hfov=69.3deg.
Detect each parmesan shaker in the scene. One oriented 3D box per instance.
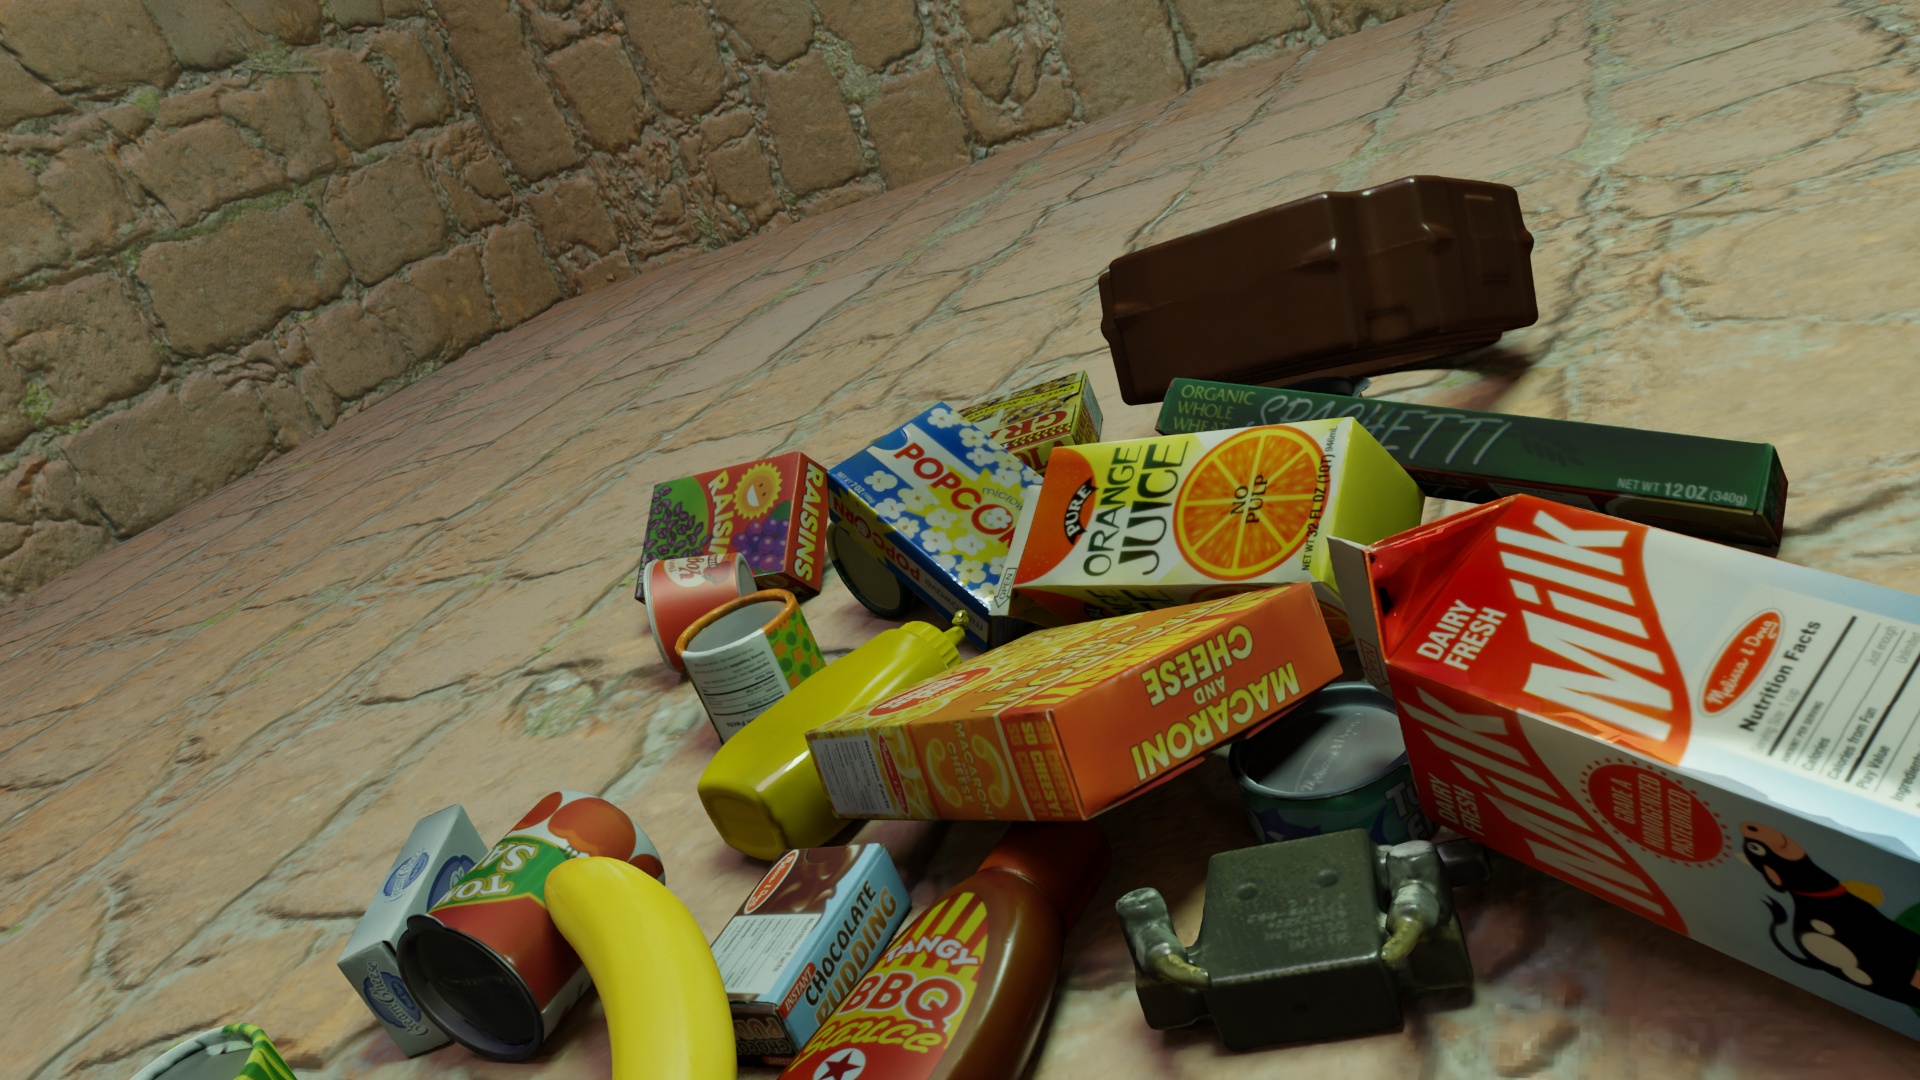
[{"bbox_3d":[-0.018,-0.007,0.794,0.103,0.071,0.071,-36,24,-30],"label":"parmesan shaker"}]

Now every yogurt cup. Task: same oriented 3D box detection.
[{"bbox_3d":[-0.149,0.039,0.814,0.054,0.072,0.072,-13,20,2],"label":"yogurt cup"}]

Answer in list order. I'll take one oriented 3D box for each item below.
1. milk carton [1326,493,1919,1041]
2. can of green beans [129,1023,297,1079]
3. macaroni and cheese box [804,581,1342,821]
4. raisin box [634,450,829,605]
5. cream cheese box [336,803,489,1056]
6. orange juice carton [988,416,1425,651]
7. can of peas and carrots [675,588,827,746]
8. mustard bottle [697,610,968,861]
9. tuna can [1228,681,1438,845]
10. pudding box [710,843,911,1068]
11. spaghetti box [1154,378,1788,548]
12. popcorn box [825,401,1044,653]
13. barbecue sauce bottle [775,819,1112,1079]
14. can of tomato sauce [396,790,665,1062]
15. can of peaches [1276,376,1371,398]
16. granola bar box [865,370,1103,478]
[{"bbox_3d":[0.181,0.048,0.359,0.191,0.072,0.074,22,58,44],"label":"milk carton"},{"bbox_3d":[-0.263,0.215,0.490,0.071,0.057,0.071,-20,20,8],"label":"can of green beans"},{"bbox_3d":[0.036,0.062,0.510,0.124,0.040,0.166,-21,3,-33],"label":"macaroni and cheese box"},{"bbox_3d":[-0.145,-0.002,0.889,0.123,0.040,0.086,-11,61,30],"label":"raisin box"},{"bbox_3d":[-0.223,0.162,0.590,0.024,0.053,0.104,-23,20,5],"label":"cream cheese box"},{"bbox_3d":[0.093,0.001,0.604,0.192,0.073,0.072,-3,63,43],"label":"orange juice carton"},{"bbox_3d":[-0.103,0.064,0.707,0.071,0.058,0.071,-19,20,7],"label":"can of peas and carrots"},{"bbox_3d":[-0.042,0.078,0.622,0.065,0.048,0.161,-1,28,45],"label":"mustard bottle"},{"bbox_3d":[0.128,0.079,0.464,0.071,0.032,0.071,-20,20,8],"label":"tuna can"},{"bbox_3d":[-0.058,0.145,0.494,0.049,0.030,0.084,-12,22,31],"label":"pudding box"},{"bbox_3d":[0.200,-0.036,0.579,0.250,0.029,0.050,12,-8,38],"label":"spaghetti box"},{"bbox_3d":[0.003,-0.009,0.722,0.085,0.038,0.127,-34,59,-29],"label":"popcorn box"},{"bbox_3d":[0.000,0.140,0.429,0.065,0.043,0.149,-8,24,38],"label":"barbecue sauce bottle"},{"bbox_3d":[-0.167,0.147,0.545,0.071,0.071,0.083,-10,23,30],"label":"can of tomato sauce"},{"bbox_3d":[0.175,-0.042,0.688,0.071,0.058,0.071,-20,19,7],"label":"can of peaches"},{"bbox_3d":[0.008,-0.054,0.922,0.165,0.039,0.125,-17,21,16],"label":"granola bar box"}]
